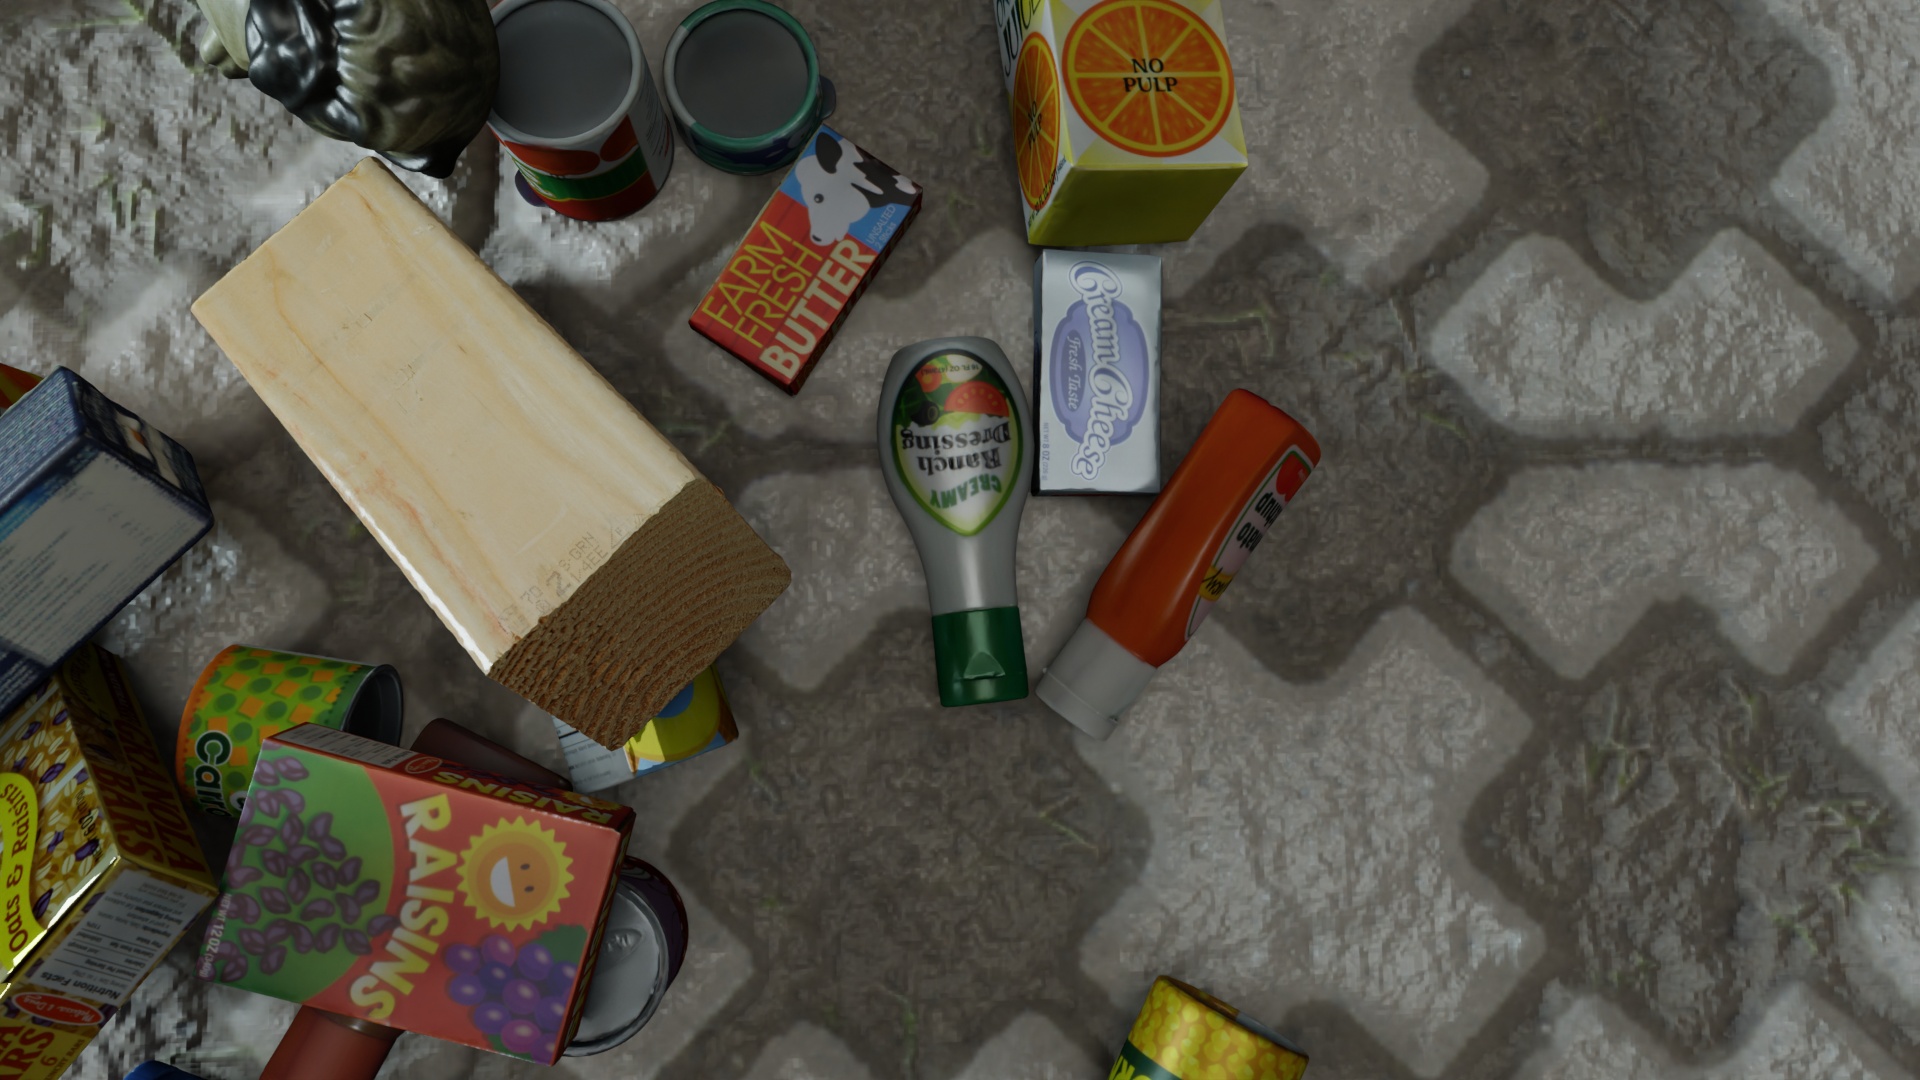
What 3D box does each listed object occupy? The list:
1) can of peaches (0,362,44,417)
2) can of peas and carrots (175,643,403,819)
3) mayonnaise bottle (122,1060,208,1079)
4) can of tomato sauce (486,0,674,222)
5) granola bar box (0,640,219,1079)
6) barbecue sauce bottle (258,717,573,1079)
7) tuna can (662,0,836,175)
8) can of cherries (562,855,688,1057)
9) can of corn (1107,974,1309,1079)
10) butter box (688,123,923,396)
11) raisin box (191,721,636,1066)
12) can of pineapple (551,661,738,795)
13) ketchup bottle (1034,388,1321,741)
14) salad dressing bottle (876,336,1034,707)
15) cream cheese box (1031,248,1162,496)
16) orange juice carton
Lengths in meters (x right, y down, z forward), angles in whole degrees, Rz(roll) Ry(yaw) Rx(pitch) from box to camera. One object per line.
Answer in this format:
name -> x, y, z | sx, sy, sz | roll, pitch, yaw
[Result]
can of peaches -> -0.390, -0.042, 0.538 | 0.071, 0.058, 0.071 | 0, 85, -3
can of peas and carrots -> -0.255, 0.077, 0.529 | 0.059, 0.071, 0.071 | 9, 84, -2
mayonnaise bottle -> -0.244, 0.236, 0.519 | 0.148, 0.064, 0.041 | 19, 85, 2
can of tomato sauce -> -0.155, -0.172, 0.554 | 0.071, 0.083, 0.071 | 0, 84, -4
granola bar box -> -0.337, 0.117, 0.485 | 0.124, 0.039, 0.166 | -50, 47, -6
barbecue sauce bottle -> -0.210, 0.146, 0.526 | 0.065, 0.043, 0.149 | 26, 73, 3
tuna can -> -0.089, -0.192, 0.586 | 0.071, 0.033, 0.071 | 0, 84, -3
can of cherries -> -0.141, 0.154, 0.535 | 0.071, 0.058, 0.071 | 0, 85, -3
can of corn -> 0.092, 0.210, 0.540 | 0.071, 0.071, 0.058 | 28, 83, -1
butter box -> -0.065, -0.117, 0.585 | 0.053, 0.024, 0.103 | 32, 83, 0
raisin box -> -0.185, 0.122, 0.482 | 0.123, 0.040, 0.086 | 16, 88, -4
can of pineapple -> -0.125, 0.061, 0.542 | 0.071, 0.071, 0.058 | -19, 87, -5
ketchup bottle -> 0.087, 0.011, 0.566 | 0.043, 0.064, 0.148 | 36, 92, 23
salad dressing bottle -> 0.002, -0.007, 0.568 | 0.064, 0.044, 0.147 | -7, 85, -3
cream cheese box -> 0.058, -0.070, 0.588 | 0.053, 0.024, 0.104 | 1, 84, -5
orange juice carton -> 0.058, -0.224, 0.571 | 0.073, 0.071, 0.193 | -5, 78, -12
